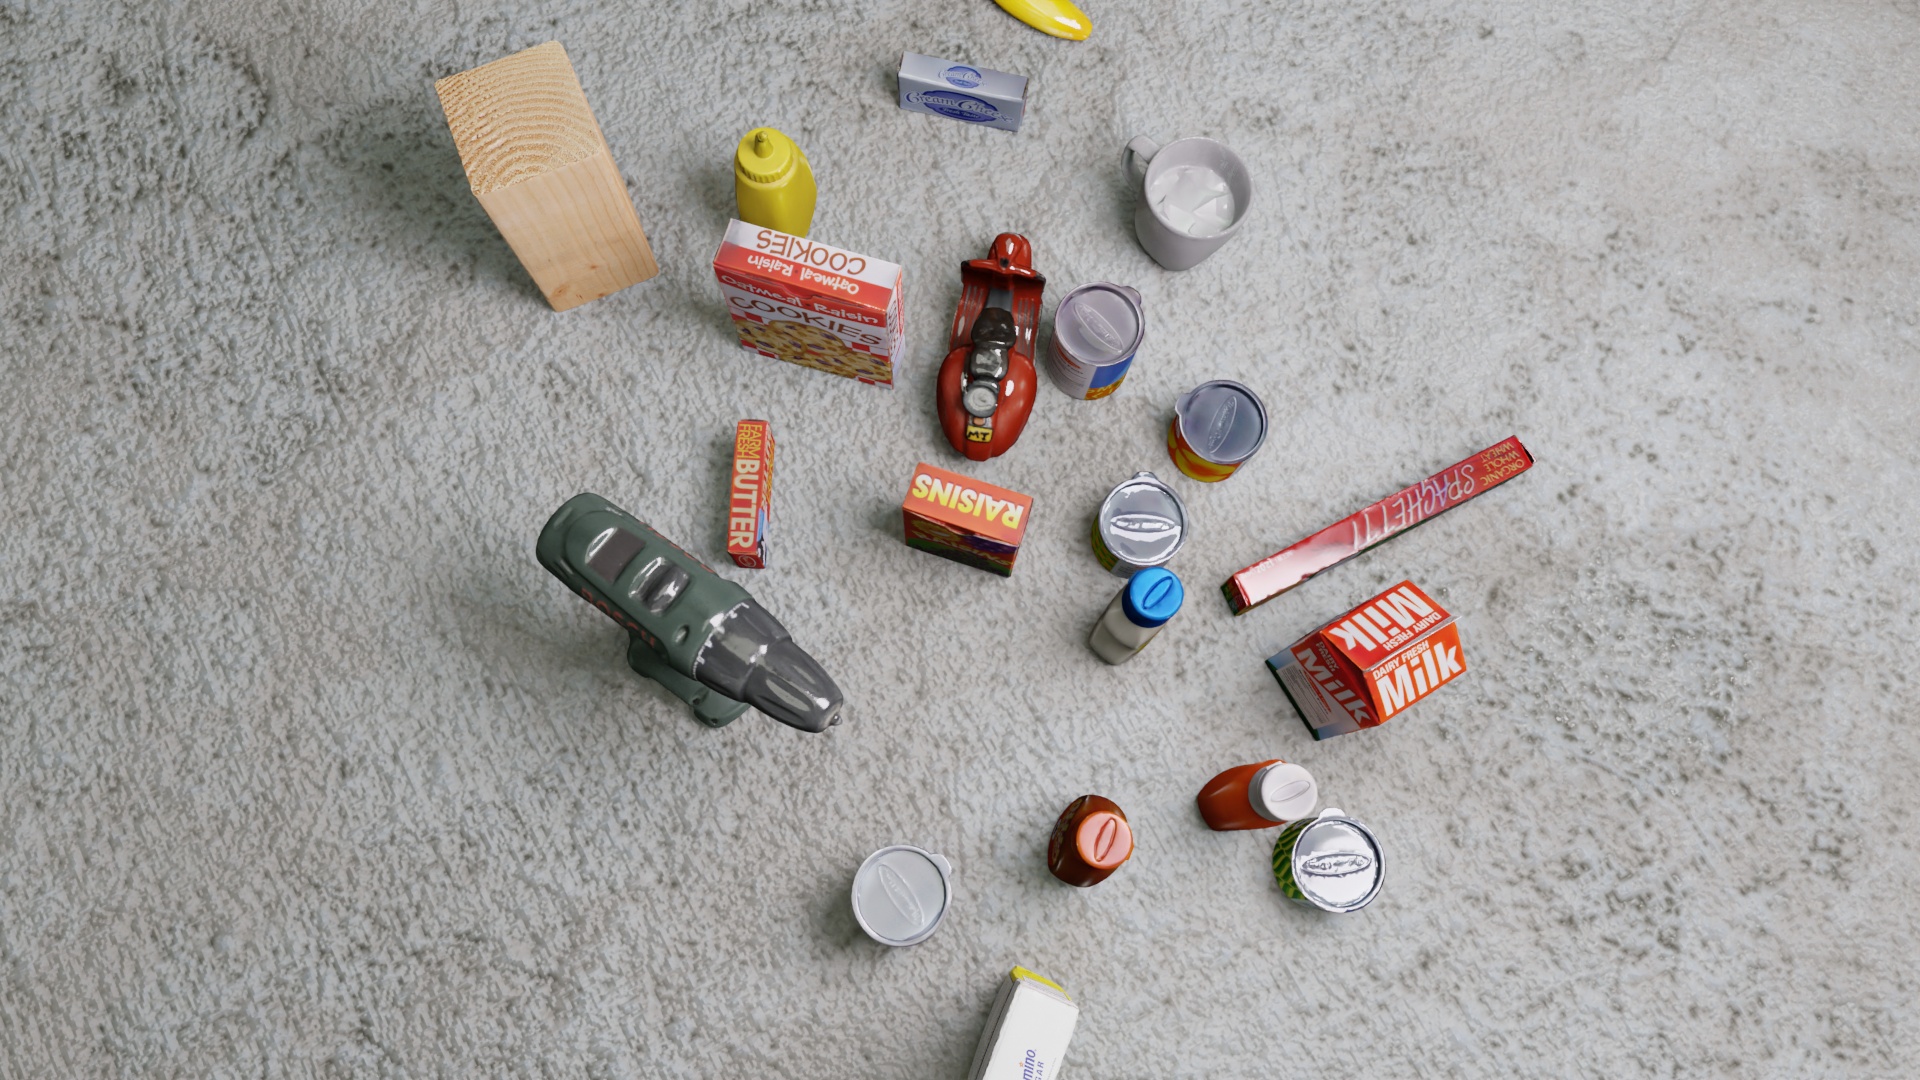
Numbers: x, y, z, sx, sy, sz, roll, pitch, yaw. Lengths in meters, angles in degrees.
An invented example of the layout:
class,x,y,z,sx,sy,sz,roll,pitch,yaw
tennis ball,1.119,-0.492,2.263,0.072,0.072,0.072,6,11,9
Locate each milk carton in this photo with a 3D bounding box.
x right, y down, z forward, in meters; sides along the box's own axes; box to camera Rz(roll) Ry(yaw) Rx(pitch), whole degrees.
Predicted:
class,x,y,z,sx,sy,sz,roll,pitch,yaw
milk carton,0.279,0.083,0.952,0.072,0.190,0.073,-30,80,-7

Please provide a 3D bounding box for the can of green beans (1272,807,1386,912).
class,x,y,z,sx,sy,sz,roll,pitch,yaw
can of green beans,0.260,0.229,0.986,0.071,0.057,0.071,0,77,-1

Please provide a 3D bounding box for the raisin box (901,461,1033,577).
class,x,y,z,sx,sy,sz,roll,pitch,yaw
raisin box,0.004,-0.013,1.000,0.086,0.123,0.040,18,78,3

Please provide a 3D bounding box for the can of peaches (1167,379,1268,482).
class,x,y,z,sx,sy,sz,roll,pitch,yaw
can of peaches,0.192,-0.083,1.055,0.071,0.058,0.071,0,77,-1

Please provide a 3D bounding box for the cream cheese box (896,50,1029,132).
class,x,y,z,sx,sy,sz,roll,pitch,yaw
cream cheese box,0.001,-0.360,1.116,0.104,0.053,0.024,13,78,1

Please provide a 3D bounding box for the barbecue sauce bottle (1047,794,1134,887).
class,x,y,z,sx,sy,sz,roll,pitch,yaw
barbecue sauce bottle,0.089,0.203,0.941,0.044,0.148,0.065,24,78,4

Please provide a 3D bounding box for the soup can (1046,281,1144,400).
class,x,y,z,sx,sy,sz,roll,pitch,yaw
soup can,0.103,-0.151,1.055,0.071,0.083,0.071,0,78,-1

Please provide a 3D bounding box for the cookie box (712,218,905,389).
class,x,y,z,sx,sy,sz,roll,pitch,yaw
cookie box,-0.105,-0.166,1.010,0.123,0.167,0.040,15,78,2

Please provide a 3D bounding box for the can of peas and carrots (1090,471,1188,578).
class,x,y,z,sx,sy,sz,roll,pitch,yaw
can of peas and carrots,0.132,-0.010,1.037,0.071,0.058,0.071,0,77,-1

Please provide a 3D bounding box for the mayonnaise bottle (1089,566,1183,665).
class,x,y,z,sx,sy,sz,roll,pitch,yaw
mayonnaise bottle,0.126,0.050,0.977,0.041,0.147,0.065,42,80,7

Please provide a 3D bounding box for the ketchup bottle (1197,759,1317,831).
class,x,y,z,sx,sy,sz,roll,pitch,yaw
ketchup bottle,0.206,0.174,0.950,0.065,0.148,0.043,-23,79,-6

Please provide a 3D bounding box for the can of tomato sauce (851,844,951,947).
class,x,y,z,sx,sy,sz,roll,pitch,yaw
can of tomato sauce,-0.039,0.243,0.962,0.071,0.083,0.071,0,77,-1

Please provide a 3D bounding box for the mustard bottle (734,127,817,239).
class,x,y,z,sx,sy,sz,roll,pitch,yaw
mustard bottle,-0.140,-0.269,1.036,0.049,0.160,0.065,22,78,3

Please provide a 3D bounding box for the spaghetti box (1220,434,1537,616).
class,x,y,z,sx,sy,sz,roll,pitch,yaw
spaghetti box,0.314,-0.011,1.046,0.250,0.050,0.029,-26,79,-7

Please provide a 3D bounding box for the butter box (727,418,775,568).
class,x,y,z,sx,sy,sz,roll,pitch,yaw
butter box,-0.156,-0.034,1.037,0.024,0.053,0.103,3,77,-1
